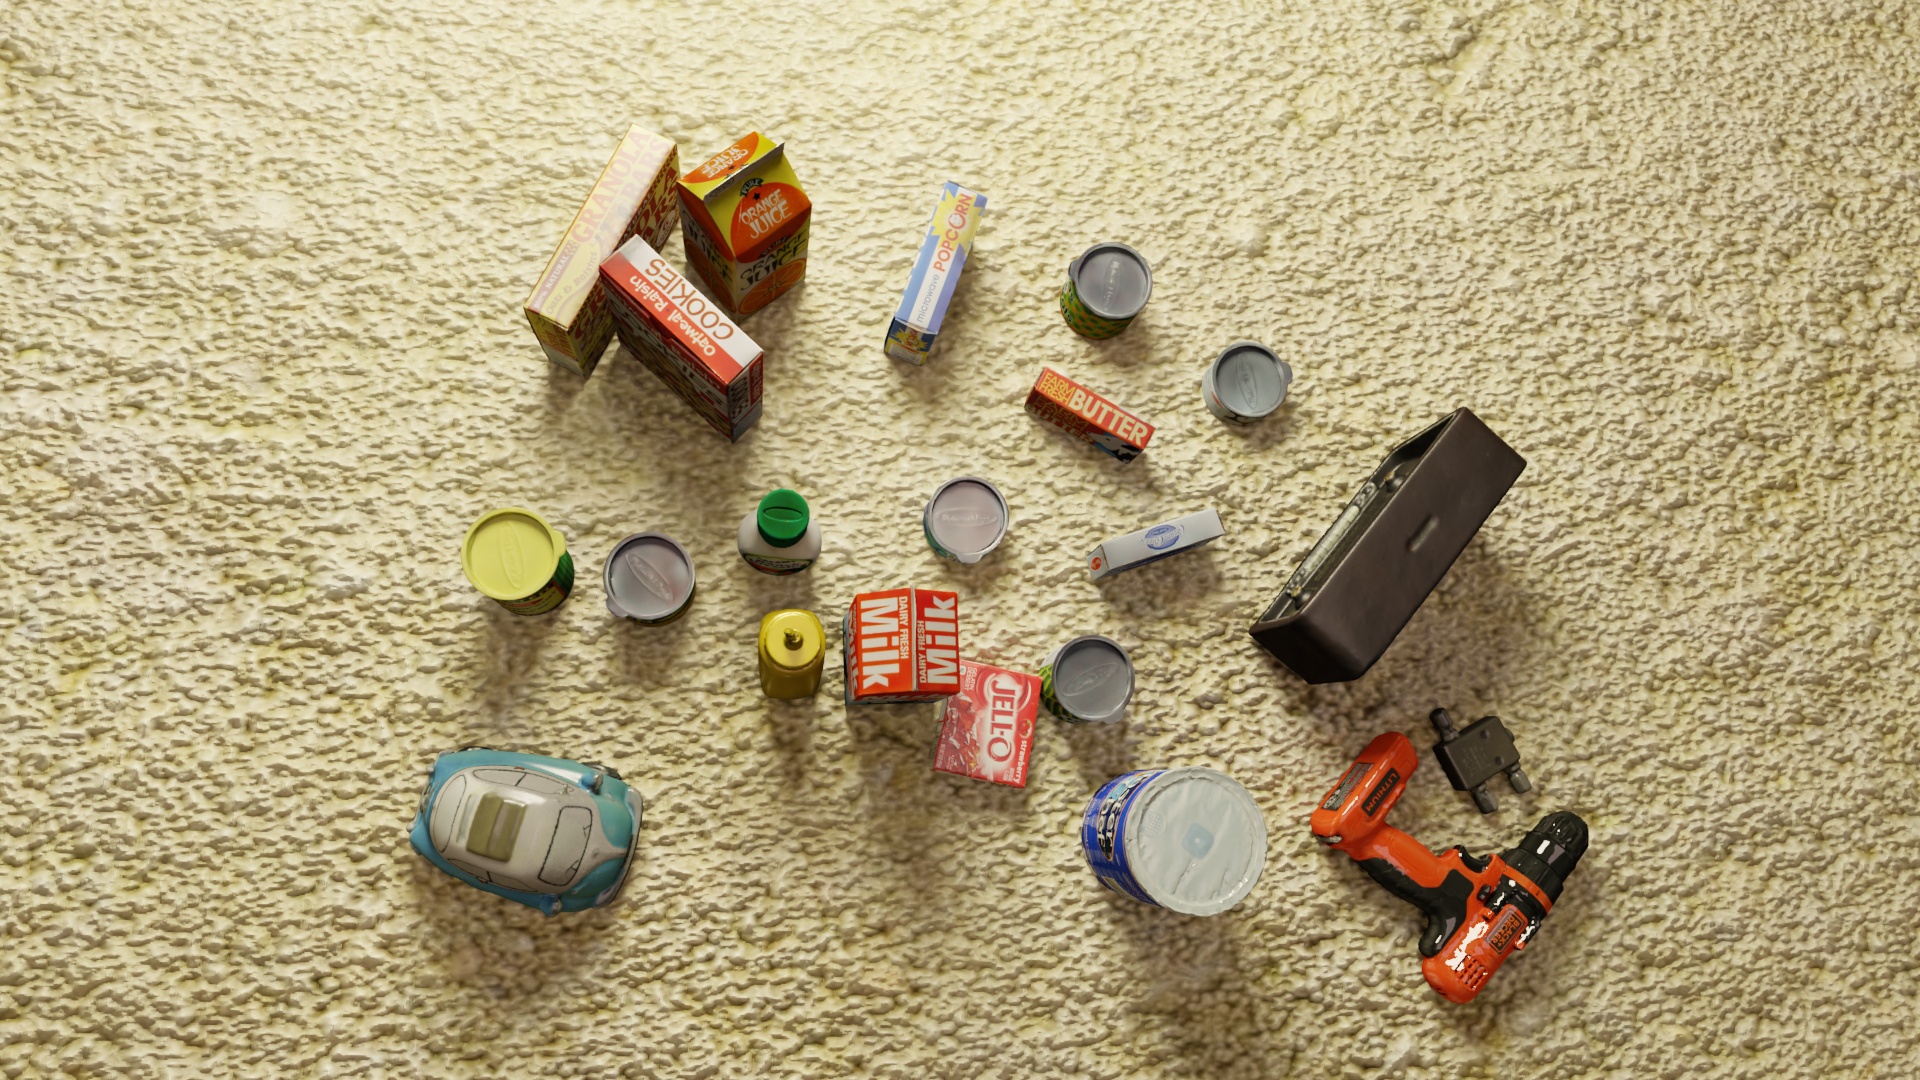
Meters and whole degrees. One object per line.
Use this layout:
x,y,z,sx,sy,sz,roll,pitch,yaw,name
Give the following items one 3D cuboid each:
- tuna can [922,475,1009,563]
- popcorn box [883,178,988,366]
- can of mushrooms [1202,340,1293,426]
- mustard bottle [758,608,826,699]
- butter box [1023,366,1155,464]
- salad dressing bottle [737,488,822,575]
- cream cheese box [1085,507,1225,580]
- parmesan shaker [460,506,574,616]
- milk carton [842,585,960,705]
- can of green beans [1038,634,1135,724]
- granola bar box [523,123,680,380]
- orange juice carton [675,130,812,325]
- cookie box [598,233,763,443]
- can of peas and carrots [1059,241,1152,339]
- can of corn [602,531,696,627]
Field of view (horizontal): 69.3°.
0.004,-0.014,1.108,0.071,0.032,0.071,2,79,-8,tuna can
-0.021,-0.213,1.116,0.038,0.085,0.127,21,77,-4,popcorn box
0.241,-0.131,1.166,0.071,0.033,0.071,2,79,-8,can of mushrooms
-0.122,0.079,1.006,0.049,0.160,0.065,-1,80,-9,mustard bottle
0.103,-0.101,1.130,0.103,0.053,0.024,29,77,-2,butter box
-0.133,-0.006,1.027,0.064,0.147,0.044,7,79,-7,salad dressing bottle
0.156,0.003,1.117,0.104,0.053,0.024,-17,83,-11,cream cheese box
-0.319,0.017,1.017,0.071,0.103,0.071,2,79,-8,parmesan shaker
-0.043,0.079,1.002,0.073,0.190,0.072,-1,80,-9,milk carton
0.097,0.109,1.086,0.071,0.057,0.071,2,79,-8,can of green beans
-0.269,-0.218,1.060,0.039,0.124,0.166,26,77,-3,granola bar box
-0.162,-0.239,1.045,0.072,0.192,0.073,-37,87,-13,orange juice carton
-0.204,-0.144,1.033,0.123,0.167,0.040,42,77,1,cookie box
0.117,-0.206,1.149,0.071,0.058,0.071,2,79,-8,can of peas and carrots
-0.236,0.032,1.050,0.071,0.058,0.071,2,79,-8,can of corn
